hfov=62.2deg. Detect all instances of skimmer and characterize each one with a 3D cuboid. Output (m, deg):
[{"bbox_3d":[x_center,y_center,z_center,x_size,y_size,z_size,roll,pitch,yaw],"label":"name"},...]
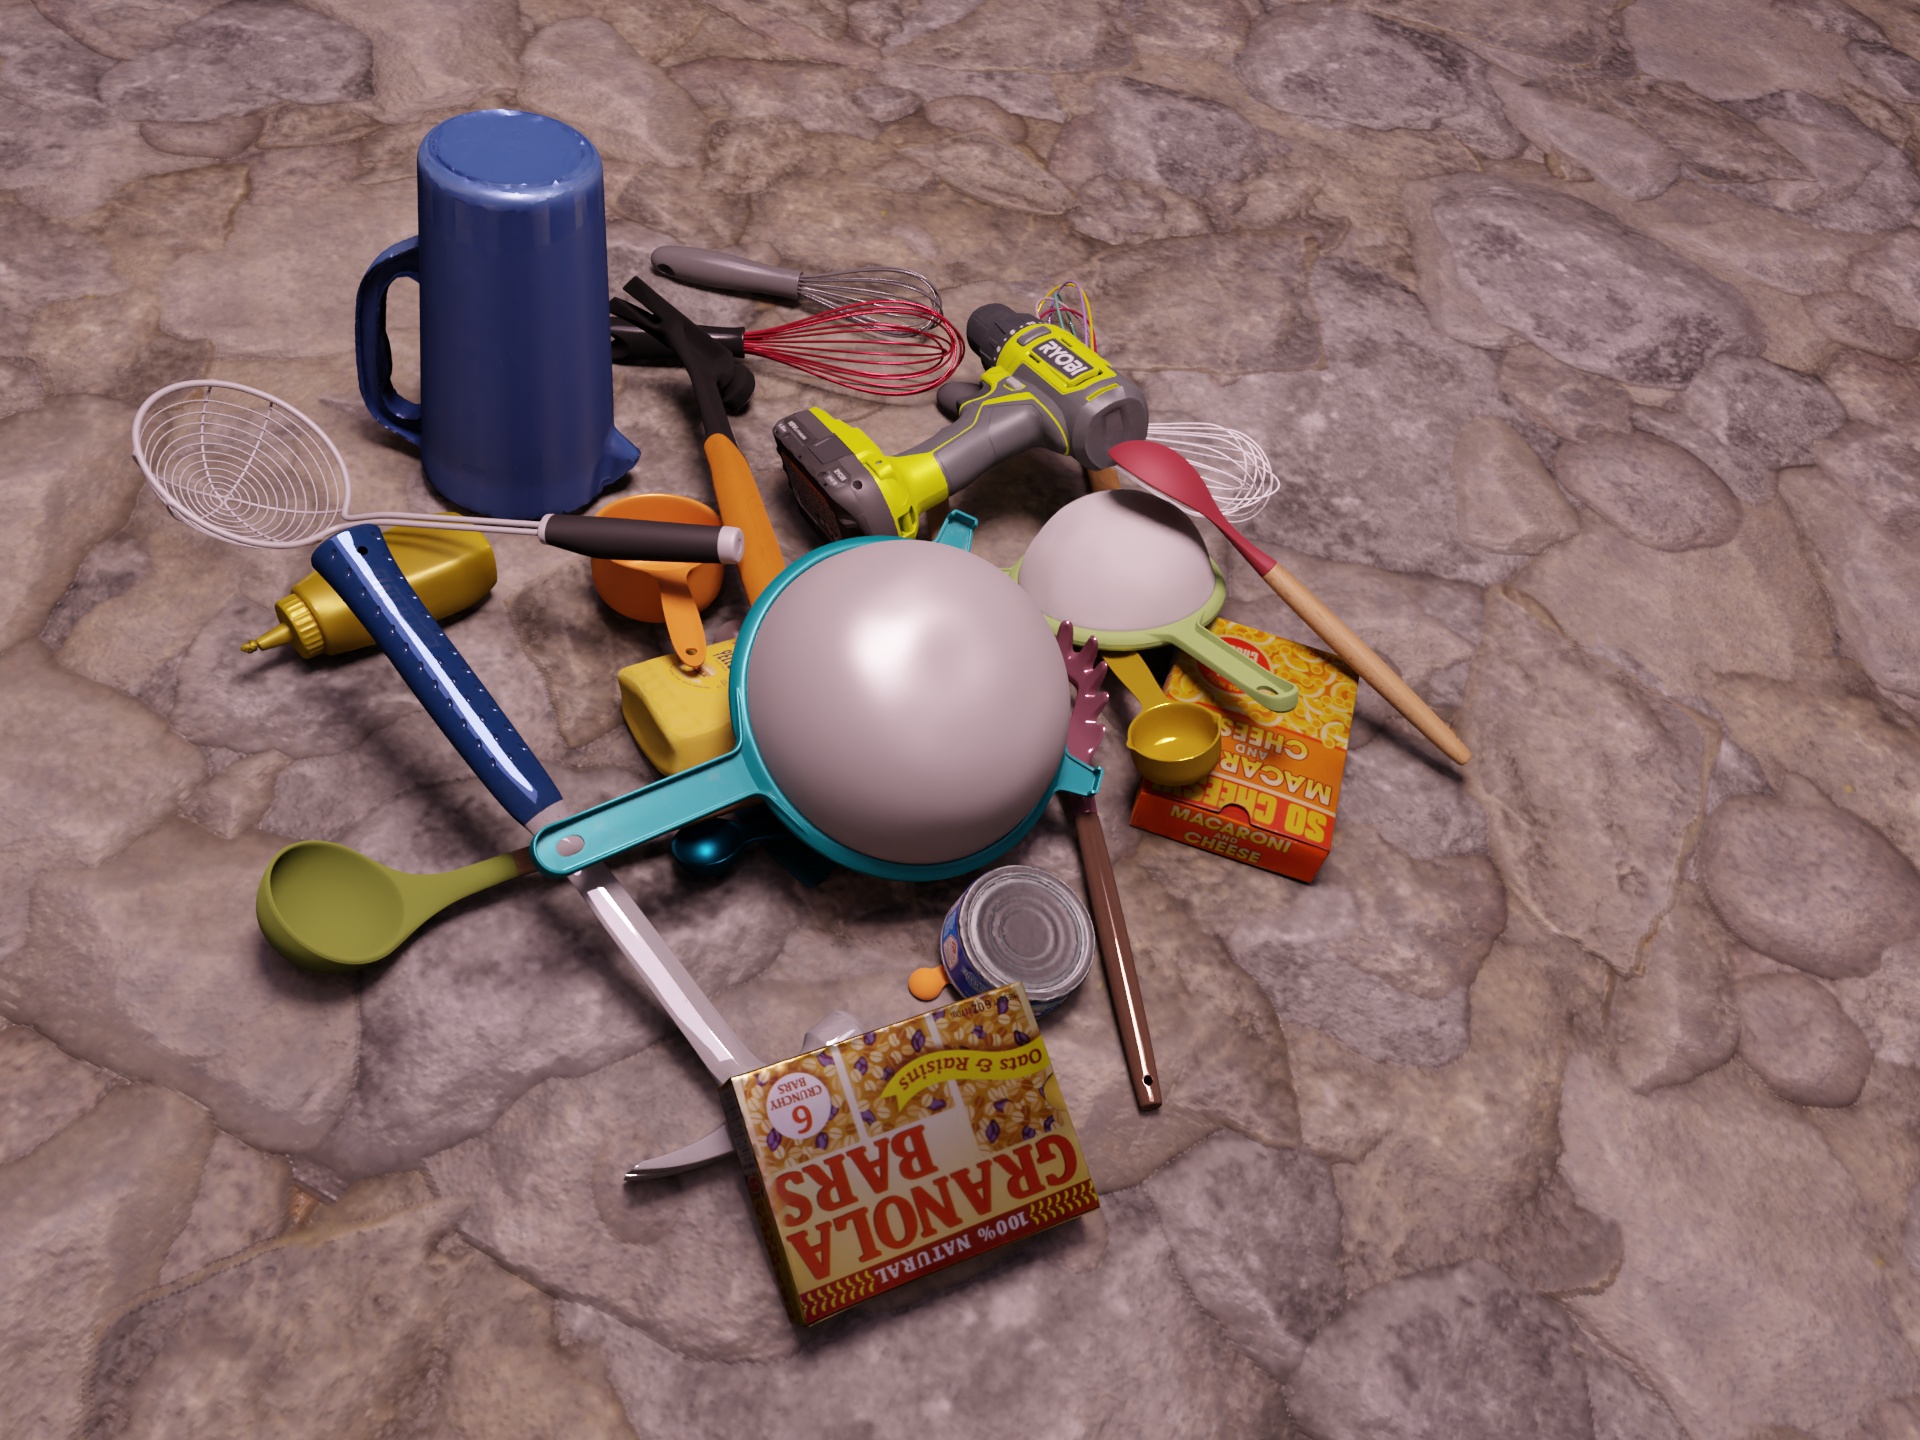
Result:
[{"bbox_3d":[-0.311,-0.143,0.957,0.363,0.090,0.127,6,41,9],"label":"skimmer"}]

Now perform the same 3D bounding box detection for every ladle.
[{"bbox_3d":[-0.225,0.067,0.894,0.320,0.062,0.078,-17,61,-20],"label":"ladle"},{"bbox_3d":[0.222,-0.081,1.053,0.315,0.031,0.069,43,22,-2],"label":"ladle"}]

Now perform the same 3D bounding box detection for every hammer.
[{"bbox_3d":[-0.223,0.061,0.858,0.144,0.035,0.405,-34,81,-31],"label":"hammer"},{"bbox_3d":[-0.154,-0.164,1.043,0.127,0.034,0.337,34,24,-44],"label":"hammer"}]

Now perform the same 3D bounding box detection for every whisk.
[{"bbox_3d":[0.100,-0.204,1.158,0.285,0.070,0.070,23,49,28],"label":"whisk"},{"bbox_3d":[0.094,-0.249,1.235,0.047,0.051,0.245,-13,57,5],"label":"whisk"},{"bbox_3d":[-0.144,-0.285,1.200,0.296,0.073,0.073,1,52,-4],"label":"whisk"},{"bbox_3d":[-0.129,-0.345,1.256,0.239,0.055,0.055,11,51,3],"label":"whisk"}]

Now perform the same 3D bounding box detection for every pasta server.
[{"bbox_3d":[0.082,0.079,0.960,0.060,0.040,0.317,-7,58,-5],"label":"pasta server"}]

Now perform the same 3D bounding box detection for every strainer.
[{"bbox_3d":[-0.069,0.002,0.868,0.340,0.095,0.211,-24,84,-29],"label":"strainer"},{"bbox_3d":[0.133,-0.090,1.043,0.151,0.069,0.257,-21,39,-24],"label":"strainer"}]

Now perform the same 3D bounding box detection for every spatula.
[{"bbox_3d":[-0.002,-0.003,1.030,0.317,0.044,0.082,-31,63,-35],"label":"spatula"}]

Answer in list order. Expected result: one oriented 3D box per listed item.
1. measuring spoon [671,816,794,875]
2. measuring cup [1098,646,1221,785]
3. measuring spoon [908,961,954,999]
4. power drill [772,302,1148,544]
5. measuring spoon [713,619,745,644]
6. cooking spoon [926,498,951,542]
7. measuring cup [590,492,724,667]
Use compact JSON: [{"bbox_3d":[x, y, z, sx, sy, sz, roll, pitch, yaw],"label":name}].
[{"bbox_3d":[-0.106,0.070,0.941,0.128,0.021,0.042,-10,38,-11],"label":"measuring spoon"},{"bbox_3d":[0.119,-0.010,1.018,0.062,0.029,0.157,-18,36,-7],"label":"measuring cup"},{"bbox_3d":[0.020,0.132,0.932,0.117,0.011,0.021,-24,60,-27],"label":"measuring spoon"},{"bbox_3d":[-0.009,-0.208,1.109,0.228,0.080,0.191,-28,46,-12],"label":"power drill"},{"bbox_3d":[-0.116,-0.079,1.066,0.034,0.018,0.124,37,53,17],"label":"measuring spoon"},{"bbox_3d":[-0.008,-0.092,1.074,0.068,0.017,0.319,14,41,-20],"label":"cooking spoon"},{"bbox_3d":[-0.185,-0.075,1.014,0.095,0.052,0.174,-7,45,-18],"label":"measuring cup"}]
